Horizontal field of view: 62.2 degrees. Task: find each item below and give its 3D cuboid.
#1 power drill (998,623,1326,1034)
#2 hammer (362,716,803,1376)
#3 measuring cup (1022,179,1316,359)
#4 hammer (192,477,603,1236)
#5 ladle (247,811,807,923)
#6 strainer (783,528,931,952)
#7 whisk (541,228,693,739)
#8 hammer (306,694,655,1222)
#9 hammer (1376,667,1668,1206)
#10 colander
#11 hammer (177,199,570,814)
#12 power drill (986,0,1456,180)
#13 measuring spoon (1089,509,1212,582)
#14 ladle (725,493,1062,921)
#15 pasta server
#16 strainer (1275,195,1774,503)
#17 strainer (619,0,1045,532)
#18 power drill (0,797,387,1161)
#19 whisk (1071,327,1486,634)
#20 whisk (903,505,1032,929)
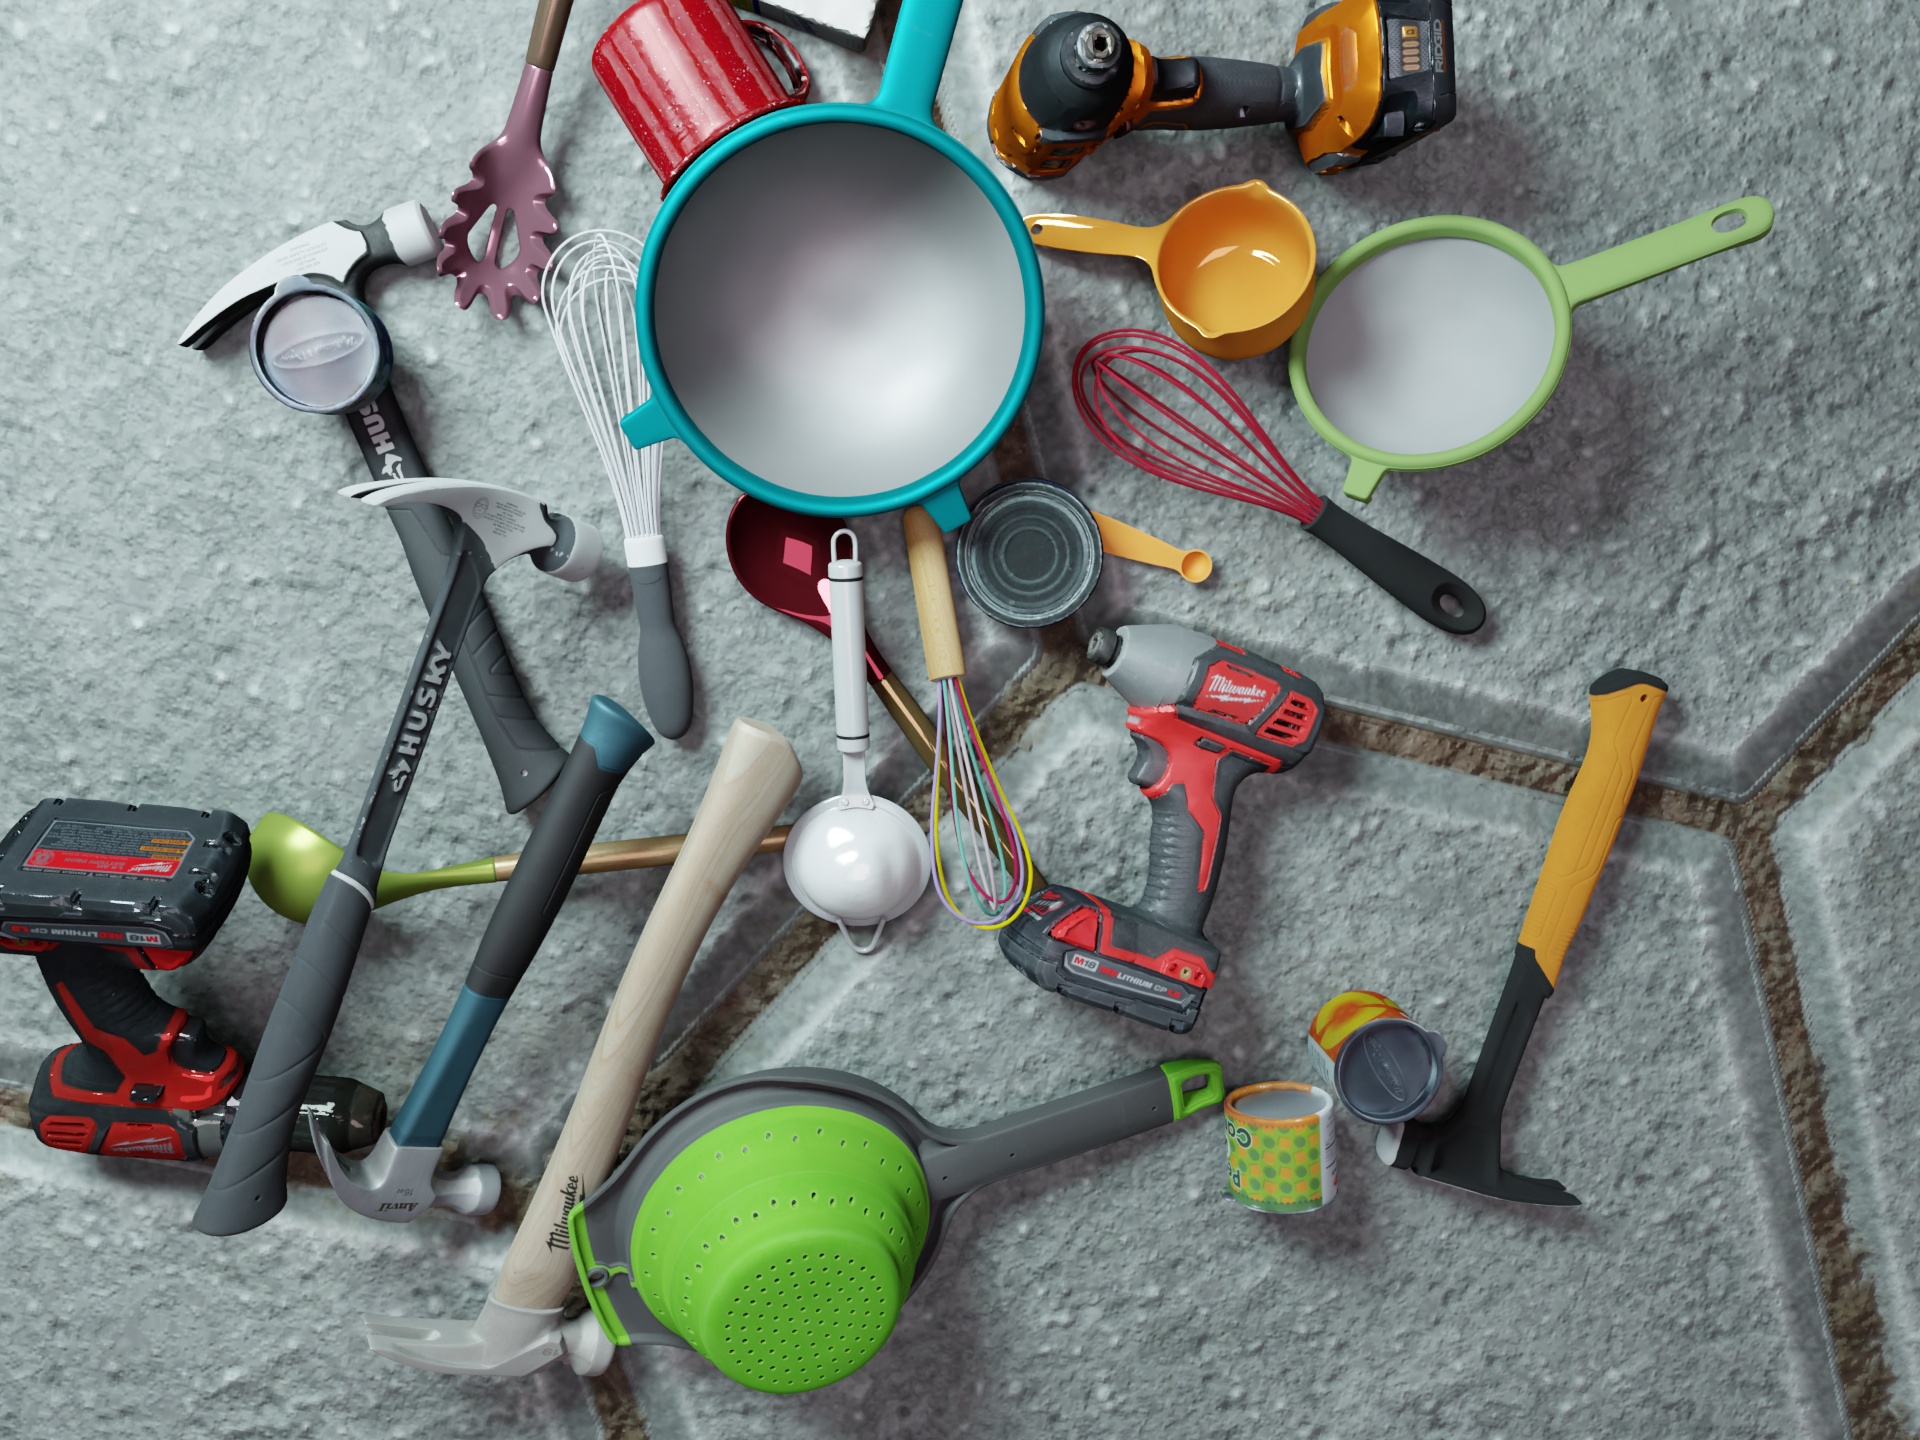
[{"bbox_3d":[0.110,0.055,0.917,0.143,0.078,0.219,21,90,-17],"label":"power drill"},{"bbox_3d":[-0.199,0.187,0.902,0.146,0.038,0.410,19,98,-34],"label":"hammer"},{"bbox_3d":[0.115,-0.256,0.899,0.174,0.052,0.095,15,82,19],"label":"measuring cup"},{"bbox_3d":[-0.310,0.068,0.819,0.036,0.149,0.409,19,88,33],"label":"hammer"},{"bbox_3d":[-0.240,0.071,0.914,0.320,0.078,0.062,-5,60,-12],"label":"ladle"},{"bbox_3d":[-0.062,0.020,0.905,0.087,0.050,0.258,-2,104,-1],"label":"strainer"},{"bbox_3d":[-0.182,-0.127,0.888,0.070,0.070,0.284,-7,103,-4],"label":"whisk"},{"bbox_3d":[-0.254,0.136,0.878,0.128,0.033,0.331,17,105,-46],"label":"hammer"},{"bbox_3d":[0.368,0.133,0.976,0.127,0.034,0.337,17,96,-6],"label":"hammer"},{"bbox_3d":[-0.018,0.285,0.912,0.397,0.095,0.204,-16,115,-10],"label":"colander"},{"bbox_3d":[-0.305,-0.105,0.889,0.146,0.035,0.334,-21,99,-2],"label":"hammer"},{"bbox_3d":[0.135,-0.333,0.829,0.226,0.164,0.084,-6,98,-6],"label":"power drill"},{"bbox_3d":[0.092,-0.107,0.934,0.117,0.011,0.021,19,100,-3],"label":"measuring spoon"},{"bbox_3d":[-0.030,-0.005,0.929,0.069,0.031,0.315,-36,101,-1],"label":"ladle"},{"bbox_3d":[-0.211,-0.367,0.827,0.060,0.040,0.316,13,111,-24],"label":"pasta server"},{"bbox_3d":[0.313,-0.218,0.882,0.256,0.069,0.152,-19,69,16],"label":"strainer"},{"bbox_3d":[-0.046,-0.279,0.832,0.211,0.095,0.340,14,112,-13],"label":"strainer"},{"bbox_3d":[-0.415,0.157,0.861,0.188,0.080,0.226,6,126,-4],"label":"power drill"},{"bbox_3d":[0.189,-0.131,0.916,0.295,0.073,0.073,31,94,-14],"label":"whisk"},{"bbox_3d":[0.001,-0.003,0.905,0.047,0.051,0.245,-14,83,39],"label":"whisk"}]
